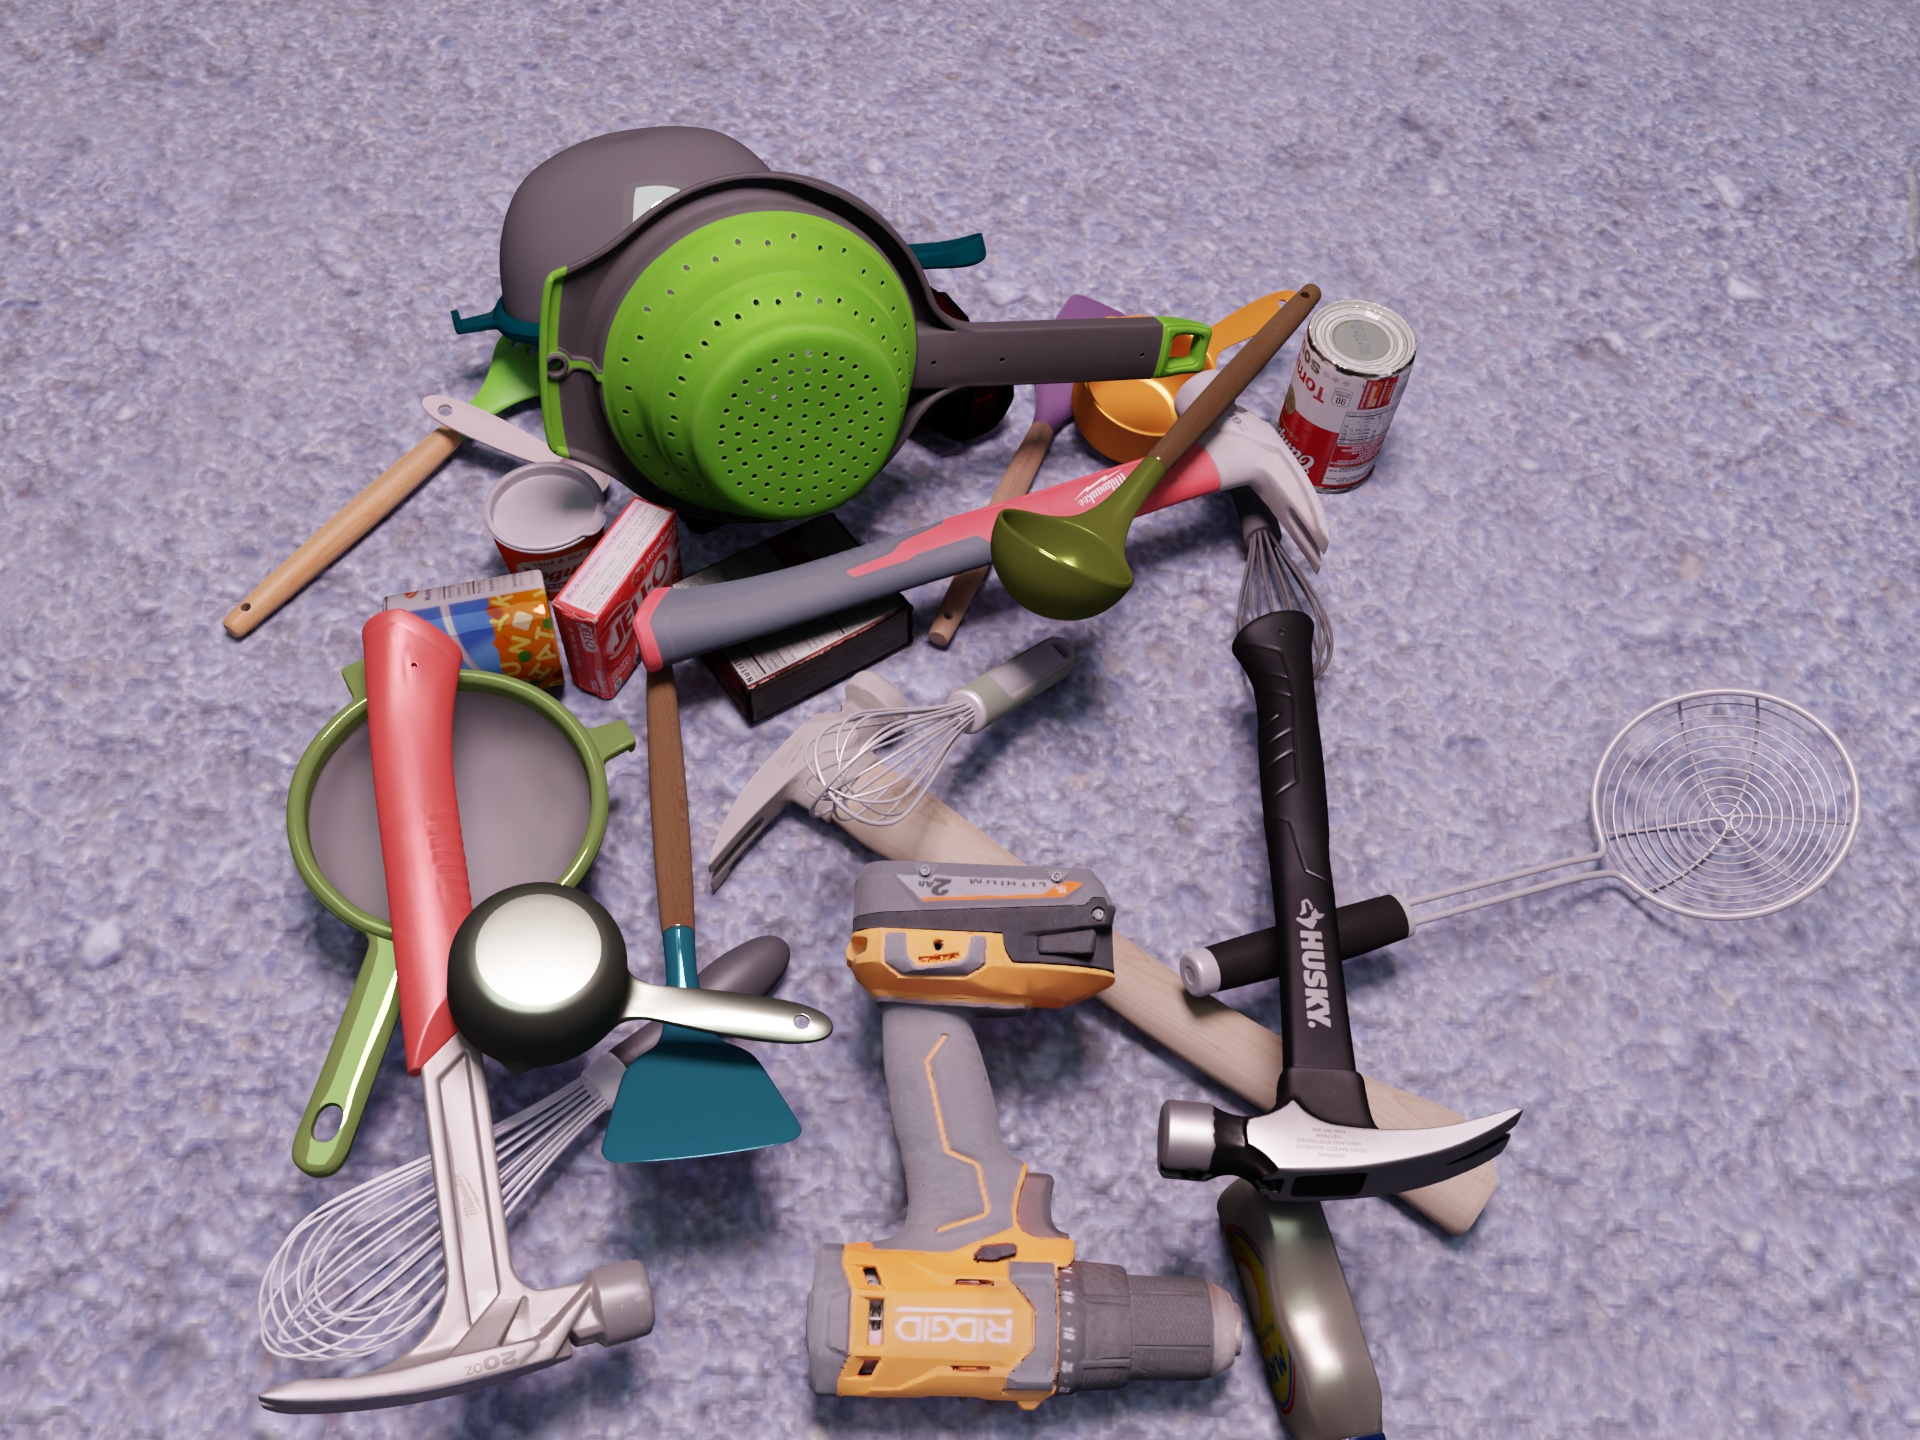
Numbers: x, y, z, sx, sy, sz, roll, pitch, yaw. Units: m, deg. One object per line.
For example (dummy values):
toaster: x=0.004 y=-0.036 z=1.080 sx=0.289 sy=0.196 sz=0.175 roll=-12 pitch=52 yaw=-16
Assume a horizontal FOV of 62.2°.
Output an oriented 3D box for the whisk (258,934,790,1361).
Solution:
whisk: x=-0.186 y=0.185 z=0.724 sx=0.070 sy=0.070 sz=0.284 roll=41 pitch=58 yaw=22

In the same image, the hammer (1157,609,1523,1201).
hammer: x=0.167 y=0.068 z=0.754 sx=0.146 sy=0.035 sz=0.335 roll=4 pitch=46 yaw=3

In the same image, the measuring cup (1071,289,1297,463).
measuring cup: x=0.147 y=-0.225 z=1.020 sx=0.173 sy=0.052 sz=0.095 roll=-32 pitch=77 yaw=-21

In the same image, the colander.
colander: x=-0.021 y=-0.183 z=0.869 sx=0.397 sy=0.204 sz=0.095 roll=-7 pitch=39 yaw=-21

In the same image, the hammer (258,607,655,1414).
hammer: x=-0.241 y=0.108 z=0.702 sx=0.149 sy=0.036 sz=0.359 roll=-5 pitch=60 yaw=-24

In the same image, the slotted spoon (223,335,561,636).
slotted spoon: x=-0.326 y=-0.158 z=0.969 sx=0.070 sy=0.031 sz=0.314 roll=31 pitch=60 yaw=13

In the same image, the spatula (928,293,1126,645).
spatula: x=0.045 y=-0.165 z=1.001 sx=0.060 sy=0.018 sz=0.316 roll=25 pitch=56 yaw=2

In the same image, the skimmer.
skimmer: x=0.280 y=0.068 z=0.792 sx=0.363 sy=0.090 sz=0.127 roll=-12 pitch=58 yaw=-20

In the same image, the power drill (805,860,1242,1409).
power drill: x=0.030 y=0.182 z=0.704 sx=0.185 sy=0.084 sz=0.226 roll=3 pitch=72 yaw=-2

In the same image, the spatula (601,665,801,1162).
spatula: x=-0.136 y=0.076 z=0.770 sx=0.082 sy=0.044 sz=0.318 roll=-4 pitch=49 yaw=-12

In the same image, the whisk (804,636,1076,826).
whisk: x=-0.001 y=-0.003 z=0.817 sx=0.058 sy=0.059 sz=0.246 roll=45 pitch=35 yaw=9

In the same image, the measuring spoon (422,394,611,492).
measuring spoon: x=-0.271 y=-0.166 z=0.970 sx=0.124 sy=0.018 sz=0.034 roll=26 pitch=64 yaw=0

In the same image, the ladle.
ladle: x=0.124 y=-0.164 z=0.881 sx=0.078 sy=0.062 sz=0.320 roll=33 pitch=59 yaw=15

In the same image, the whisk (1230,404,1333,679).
whisk: x=0.181 y=-0.108 z=0.957 sx=0.055 sy=0.055 sz=0.239 roll=0 pitch=50 yaw=-4

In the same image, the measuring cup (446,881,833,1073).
measuring cup: x=-0.135 y=0.113 z=0.680 sx=0.167 sy=0.038 sz=0.083 roll=10 pitch=54 yaw=-5

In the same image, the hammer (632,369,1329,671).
hammer: x=0.012 y=-0.089 z=0.882 sx=0.386 sy=0.038 sz=0.143 roll=-19 pitch=59 yaw=-14

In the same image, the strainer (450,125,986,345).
strainer: x=-0.144 y=-0.309 z=0.957 sx=0.340 sy=0.095 sz=0.211 roll=6 pitch=36 yaw=29

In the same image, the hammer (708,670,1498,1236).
hammer: x=0.067 y=0.128 z=0.789 sx=0.411 sy=0.038 sz=0.146 roll=32 pitch=61 yaw=17

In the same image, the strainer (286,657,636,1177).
strainer: x=-0.262 y=0.099 z=0.772 sx=0.151 sy=0.069 sz=0.257 roll=13 pitch=61 yaw=-3

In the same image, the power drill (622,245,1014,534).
power drill: x=-0.102 y=-0.227 z=1.002 sx=0.226 sy=0.080 sz=0.188 roll=-25 pitch=60 yaw=-22
